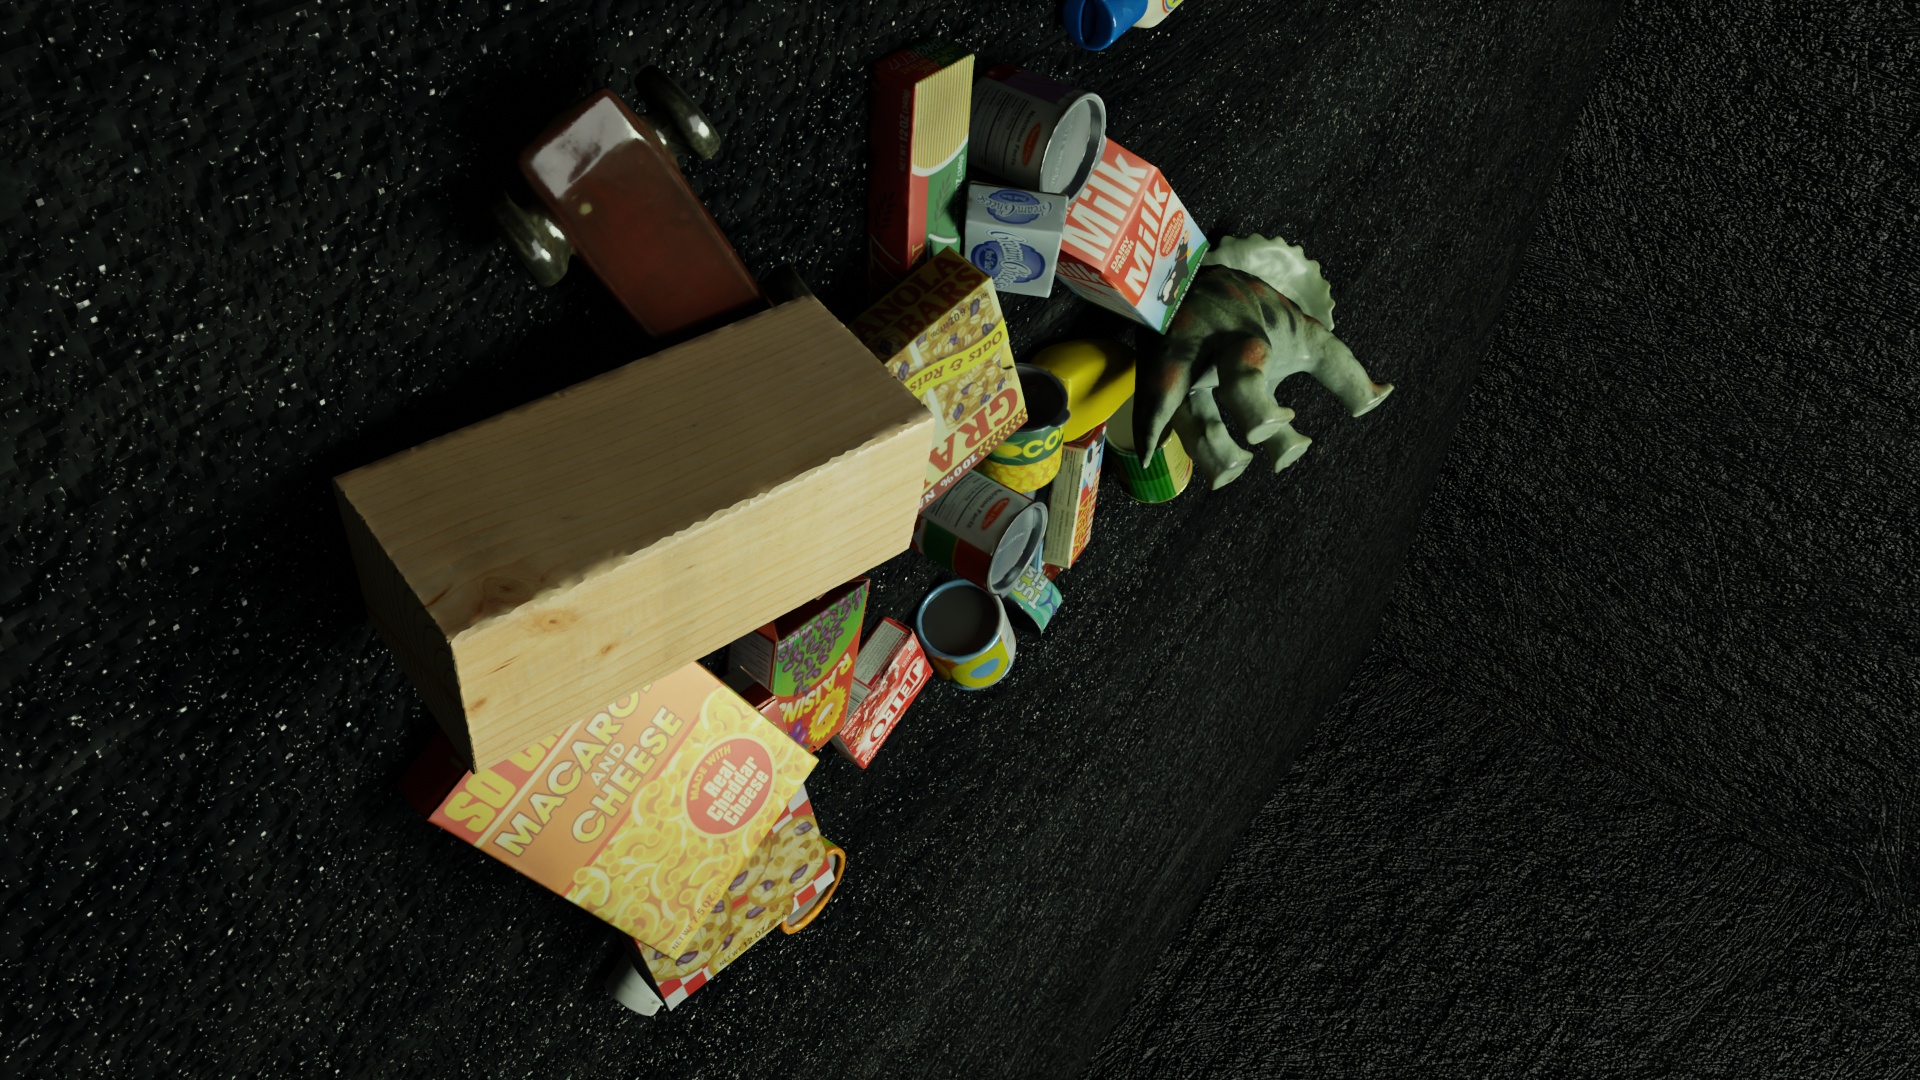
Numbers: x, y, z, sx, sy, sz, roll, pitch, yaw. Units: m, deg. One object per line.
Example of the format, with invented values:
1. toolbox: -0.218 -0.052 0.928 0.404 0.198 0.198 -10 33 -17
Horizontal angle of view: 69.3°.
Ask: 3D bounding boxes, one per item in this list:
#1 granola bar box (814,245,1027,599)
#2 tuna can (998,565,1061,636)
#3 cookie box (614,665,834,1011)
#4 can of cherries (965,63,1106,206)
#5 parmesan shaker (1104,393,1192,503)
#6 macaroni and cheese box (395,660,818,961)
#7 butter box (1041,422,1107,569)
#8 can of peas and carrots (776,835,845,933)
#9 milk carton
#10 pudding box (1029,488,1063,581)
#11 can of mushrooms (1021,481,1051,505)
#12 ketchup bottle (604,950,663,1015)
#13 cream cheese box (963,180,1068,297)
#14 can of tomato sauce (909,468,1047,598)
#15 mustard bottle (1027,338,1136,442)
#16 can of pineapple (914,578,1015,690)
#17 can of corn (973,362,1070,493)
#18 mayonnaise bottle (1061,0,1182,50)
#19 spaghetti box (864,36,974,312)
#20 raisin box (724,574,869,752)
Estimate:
1. granola bar box: -0.042 -0.060 0.743 0.166 0.039 0.123 -41 148 -14
2. tuna can: 0.042 0.040 1.054 0.033 0.071 0.071 -56 157 -17
3. cookie box: -0.143 0.168 0.777 0.123 0.040 0.166 -34 135 -27
4. can of cherries: 0.039 -0.221 0.764 0.072 0.058 0.071 -46 152 -34
5. parmesan shaker: 0.155 -0.082 1.158 0.071 0.071 0.103 -58 156 -9
6. macaroni and cheese box: -0.160 0.111 0.664 0.124 0.040 0.166 -55 133 -14
7. butter box: 0.084 -0.035 1.032 0.053 0.024 0.103 -49 150 -55
8. can of peas and carrots: -0.118 0.221 0.933 0.071 0.059 0.070 -46 153 -32
9. milk carton: 0.092 -0.198 0.881 0.072 0.073 0.190 -63 157 5
10. pudding box: 0.062 0.002 1.103 0.050 0.030 0.083 -47 153 -34
11. can of mushrooms: 0.035 -0.028 1.007 0.071 0.033 0.070 -46 152 -33
12. ketchup bottle: -0.162 0.219 0.858 0.149 0.043 0.064 -58 151 -9
13. cream cheese box: 0.029 -0.165 0.770 0.103 0.053 0.024 91 7 -81
14. can of tomato sauce: 0.003 -0.011 0.894 0.071 0.083 0.070 -46 153 -32
15. mustard bottle: 0.095 -0.117 1.013 0.161 0.049 0.065 -28 138 -55
16. can of pineapple: 0.002 0.069 1.008 0.071 0.071 0.057 -54 155 -17
17. can of corn: 0.038 -0.072 0.913 0.071 0.071 0.058 -46 153 -33
18. mayonnaise bottle: 0.114 -0.335 0.813 0.149 0.041 0.064 -47 155 -32
19. spaghetti box: -0.026 -0.143 0.753 0.050 0.029 0.248 -41 150 -38
20. raisin box: -0.101 0.081 0.836 0.086 0.040 0.122 -36 147 -47
